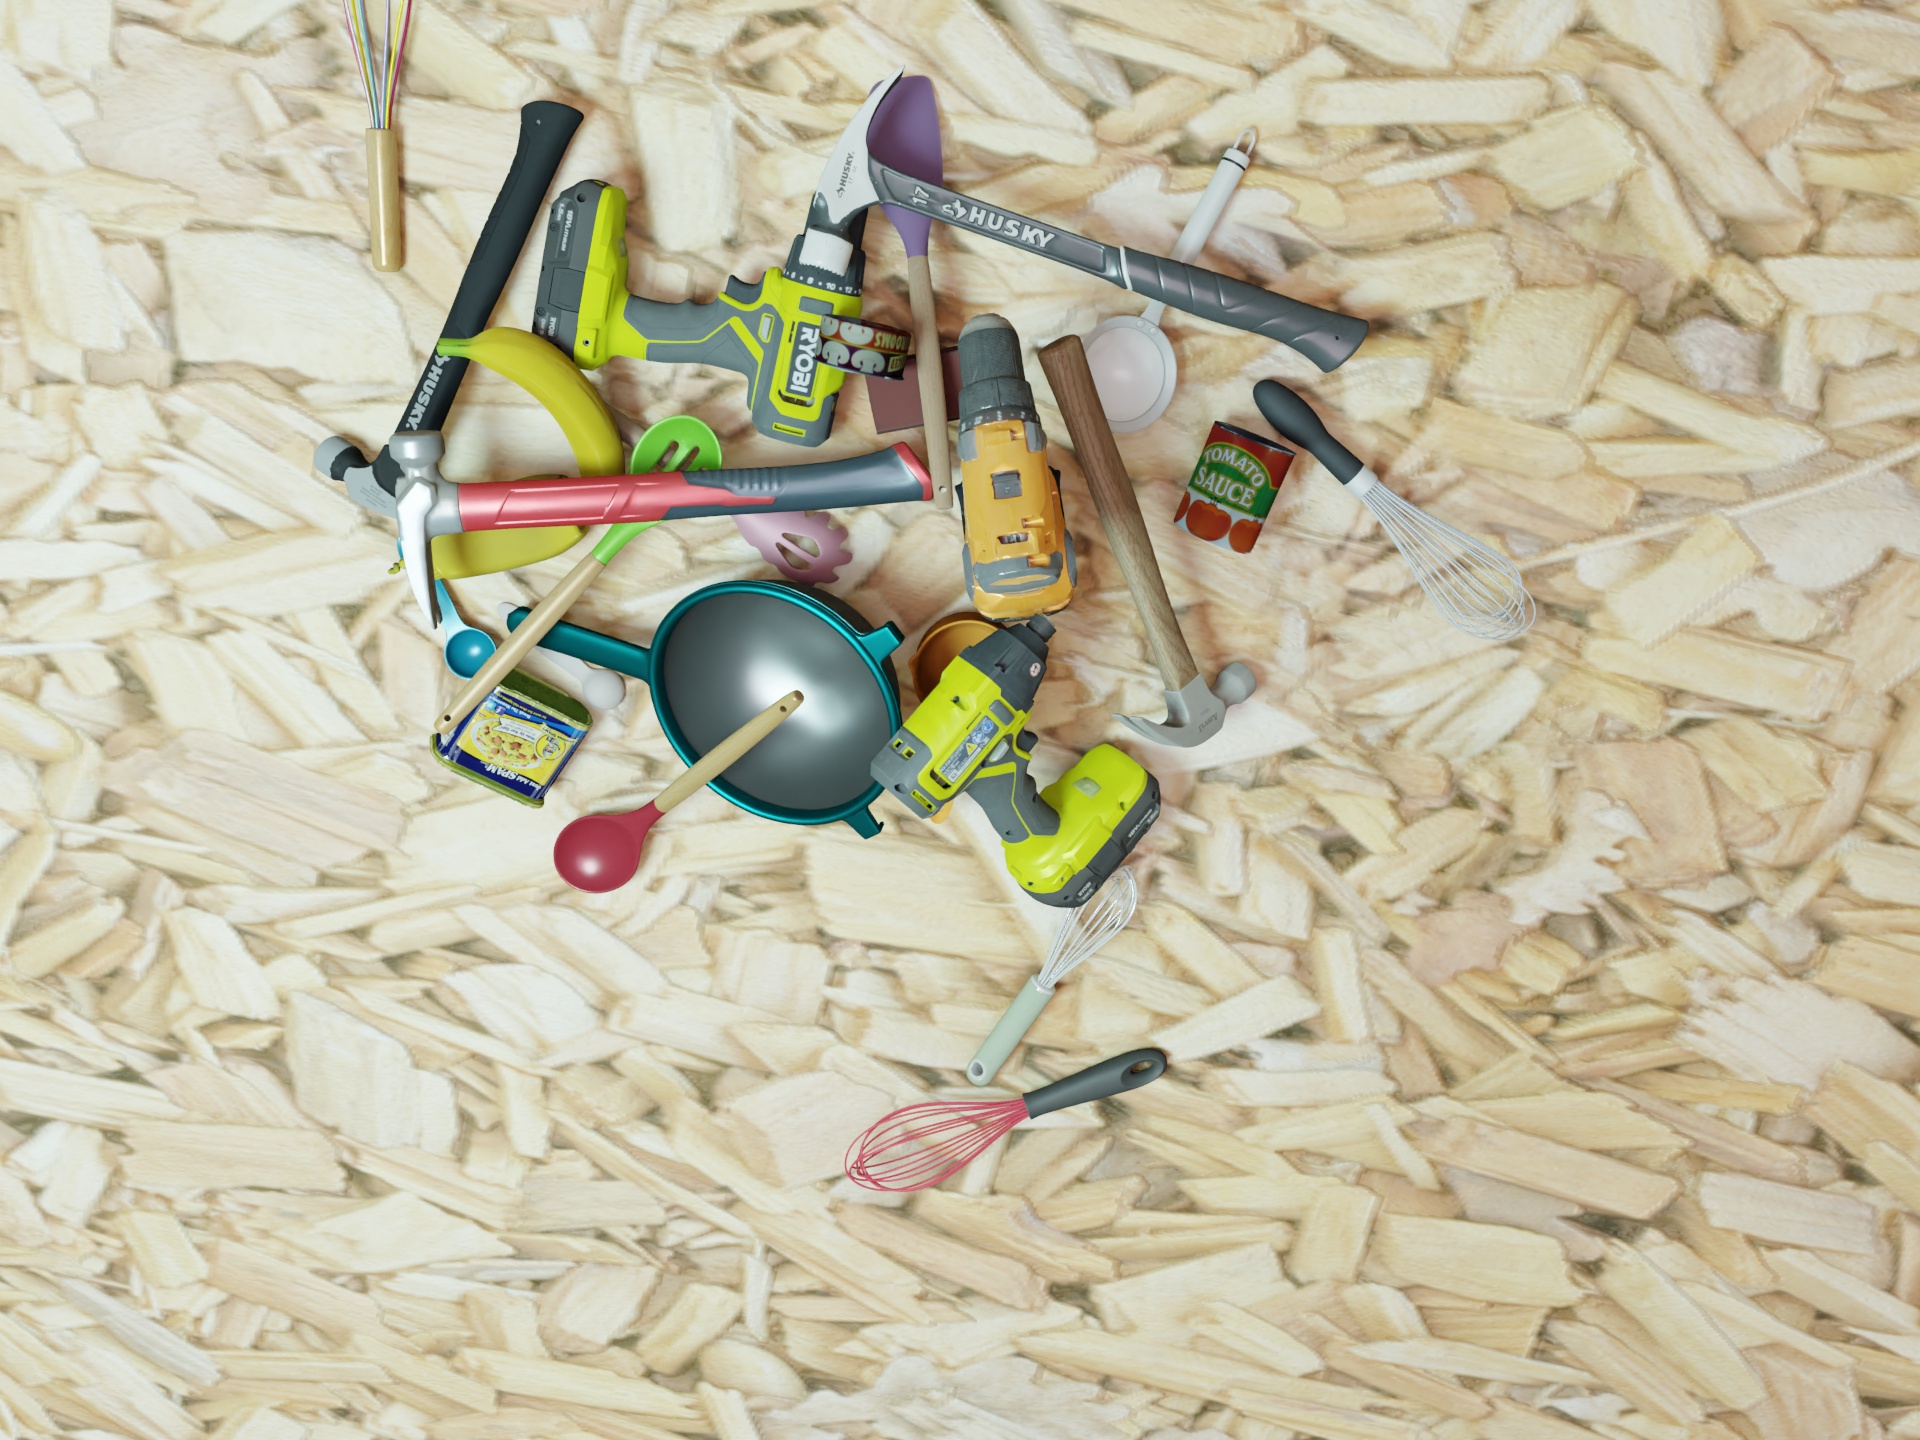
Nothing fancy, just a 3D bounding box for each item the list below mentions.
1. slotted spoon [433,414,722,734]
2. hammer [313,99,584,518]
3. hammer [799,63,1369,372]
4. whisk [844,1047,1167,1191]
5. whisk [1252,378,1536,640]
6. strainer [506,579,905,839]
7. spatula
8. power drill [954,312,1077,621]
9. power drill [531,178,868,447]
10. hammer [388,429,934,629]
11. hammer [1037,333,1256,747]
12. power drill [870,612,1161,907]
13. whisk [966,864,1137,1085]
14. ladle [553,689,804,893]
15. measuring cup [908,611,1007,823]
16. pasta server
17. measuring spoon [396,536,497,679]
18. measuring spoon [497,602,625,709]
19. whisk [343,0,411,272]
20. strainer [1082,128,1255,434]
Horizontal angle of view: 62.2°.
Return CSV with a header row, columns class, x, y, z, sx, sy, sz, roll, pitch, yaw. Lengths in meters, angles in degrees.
class,x,y,z,sx,sy,sz,roll,pitch,yaw
slotted spoon,-0.294,-0.106,1.208,0.070,0.031,0.314,44,95,1
hammer,-0.360,-0.300,1.181,0.146,0.035,0.334,32,102,17
hammer,0.100,-0.335,1.137,0.409,0.036,0.149,16,98,-9
whisk,0.040,0.343,1.383,0.296,0.073,0.073,-20,106,0
whisk,0.330,-0.161,1.221,0.284,0.070,0.070,41,104,-6
strainer,-0.188,-0.048,1.251,0.340,0.095,0.210,17,125,14
spatula,-0.031,-0.310,1.155,0.060,0.018,0.316,-7,89,4
power drill,0.033,-0.169,1.130,0.084,0.226,0.185,-8,84,3
power drill,-0.184,-0.319,1.167,0.228,0.080,0.190,13,108,-6
hammer,-0.212,-0.150,1.170,0.386,0.038,0.143,-4,109,-7
hammer,0.127,-0.126,1.186,0.130,0.031,0.331,-39,117,-32
power drill,0.054,0.034,1.212,0.171,0.080,0.223,-49,132,-3
whisk,0.075,0.218,1.350,0.058,0.059,0.246,43,111,26
ladle,-0.223,0.055,1.254,0.069,0.031,0.315,46,127,-12
measuring cup,-0.002,-0.004,1.276,0.095,0.052,0.173,11,109,-3
pasta server,-0.223,-0.203,1.232,0.316,0.040,0.060,34,105,-5
measuring spoon,-0.413,-0.092,1.277,0.042,0.021,0.128,-29,96,1
measuring spoon,-0.325,-0.052,1.283,0.124,0.018,0.034,40,104,-10
whisk,-0.417,-0.450,1.148,0.047,0.051,0.245,3,111,-6
strainer,0.152,-0.318,1.180,0.086,0.050,0.258,24,101,-25
